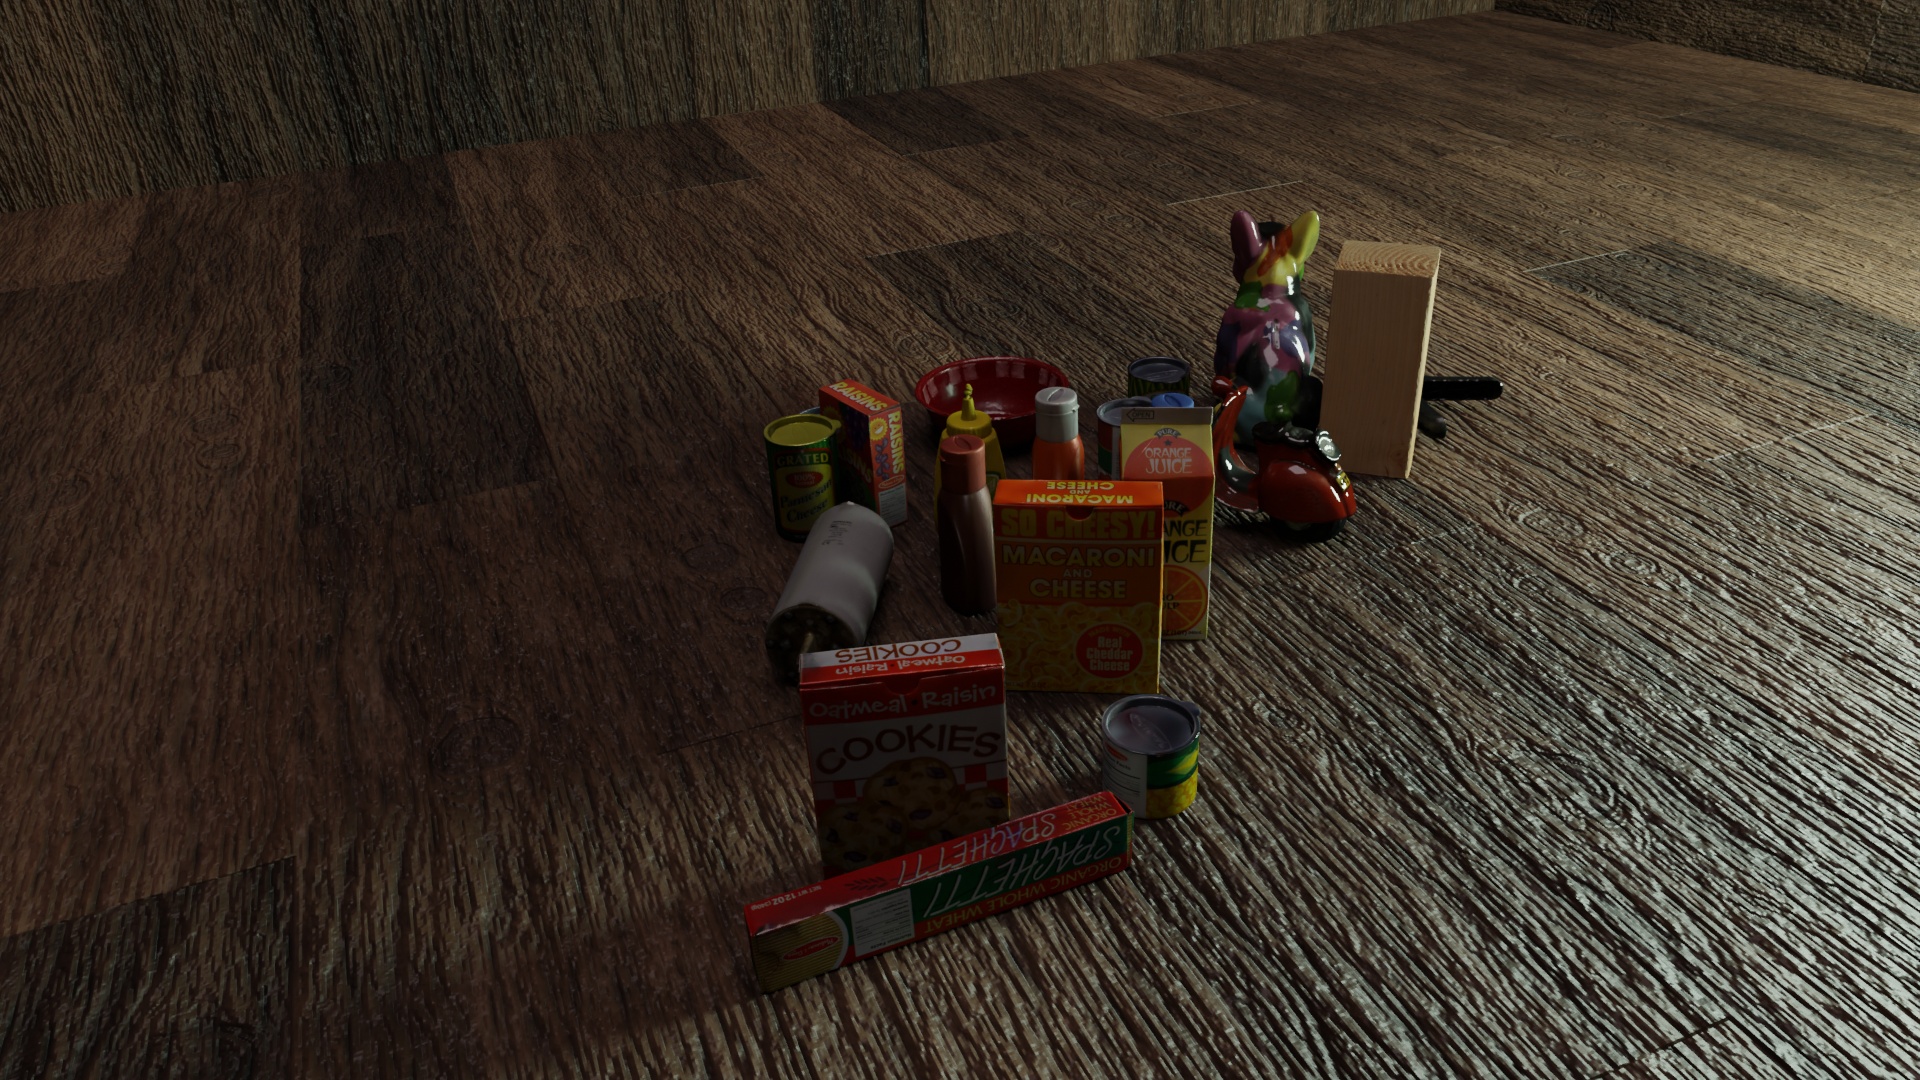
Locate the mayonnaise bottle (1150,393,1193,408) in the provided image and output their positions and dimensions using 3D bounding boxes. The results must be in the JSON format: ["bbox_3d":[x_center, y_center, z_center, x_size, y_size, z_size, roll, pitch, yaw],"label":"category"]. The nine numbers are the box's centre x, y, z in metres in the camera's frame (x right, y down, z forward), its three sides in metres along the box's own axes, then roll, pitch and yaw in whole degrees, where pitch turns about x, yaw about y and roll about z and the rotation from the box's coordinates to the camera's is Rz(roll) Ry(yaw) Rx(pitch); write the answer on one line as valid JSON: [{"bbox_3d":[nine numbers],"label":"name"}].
[{"bbox_3d":[0.182,-0.054,1.210,0.041,0.147,0.065,-11,31,-14],"label":"mayonnaise bottle"}]

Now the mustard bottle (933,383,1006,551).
[{"bbox_3d":[0.008,-0.062,1.228,0.065,0.159,0.049,-15,32,-21],"label":"mustard bottle"}]

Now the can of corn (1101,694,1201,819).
[{"bbox_3d":[0.132,0.148,0.954,0.071,0.058,0.071,-2,30,1],"label":"can of corn"}]

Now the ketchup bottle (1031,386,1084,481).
[{"bbox_3d":[0.087,-0.061,1.230,0.043,0.148,0.065,11,33,23],"label":"ketchup bottle"}]

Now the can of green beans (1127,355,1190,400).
[{"bbox_3d":[0.210,-0.157,1.475,0.071,0.057,0.071,-2,30,1],"label":"can of green beans"}]

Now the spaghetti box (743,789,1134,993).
[{"bbox_3d":[-0.009,0.214,0.859,0.251,0.050,0.029,-14,31,-18],"label":"spaghetti box"}]

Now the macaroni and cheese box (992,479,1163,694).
[{"bbox_3d":[0.089,0.037,1.042,0.124,0.165,0.040,1,30,7],"label":"macaroni and cheese box"}]

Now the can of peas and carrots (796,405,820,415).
[{"bbox_3d":[-0.134,-0.098,1.404,0.071,0.058,0.071,-2,30,1],"label":"can of peas and carrots"}]

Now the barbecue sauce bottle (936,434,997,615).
[{"bbox_3d":[0.004,-0.015,1.157,0.044,0.147,0.065,-14,31,-18],"label":"barbecue sauce bottle"}]

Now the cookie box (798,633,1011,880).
[{"bbox_3d":[-0.032,0.142,0.870,0.123,0.166,0.040,-6,30,-5],"label":"cookie box"}]

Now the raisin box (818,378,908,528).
[{"bbox_3d":[-0.090,-0.081,1.305,0.040,0.122,0.086,-23,35,-31],"label":"raisin box"}]

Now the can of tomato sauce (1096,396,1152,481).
[{"bbox_3d":[0.164,-0.087,1.333,0.071,0.082,0.071,-2,30,1],"label":"can of tomato sauce"}]

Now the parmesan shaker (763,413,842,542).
[{"bbox_3d":[-0.141,-0.058,1.290,0.071,0.102,0.071,-2,30,1],"label":"parmesan shaker"}]

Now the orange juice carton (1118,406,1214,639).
[{"bbox_3d":[0.162,-0.019,1.107,0.072,0.191,0.073,-1,30,5],"label":"orange juice carton"}]
